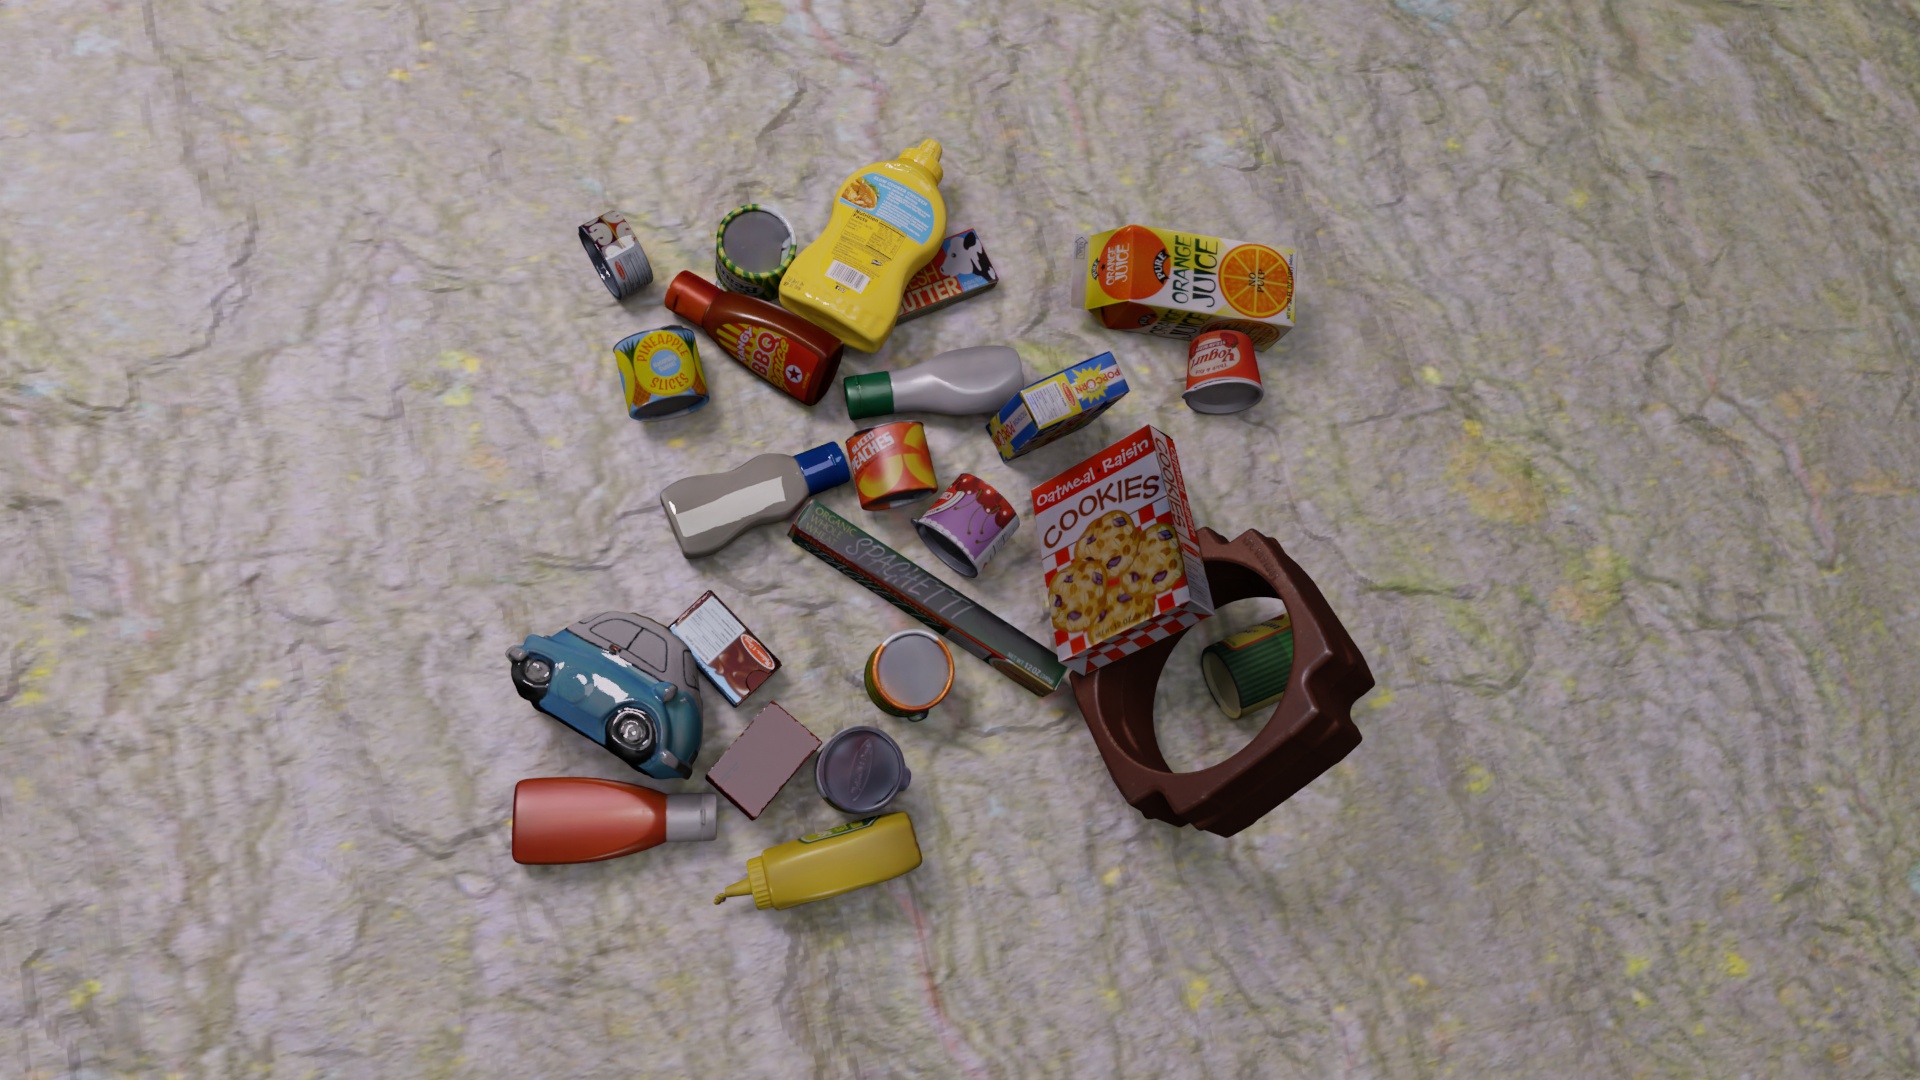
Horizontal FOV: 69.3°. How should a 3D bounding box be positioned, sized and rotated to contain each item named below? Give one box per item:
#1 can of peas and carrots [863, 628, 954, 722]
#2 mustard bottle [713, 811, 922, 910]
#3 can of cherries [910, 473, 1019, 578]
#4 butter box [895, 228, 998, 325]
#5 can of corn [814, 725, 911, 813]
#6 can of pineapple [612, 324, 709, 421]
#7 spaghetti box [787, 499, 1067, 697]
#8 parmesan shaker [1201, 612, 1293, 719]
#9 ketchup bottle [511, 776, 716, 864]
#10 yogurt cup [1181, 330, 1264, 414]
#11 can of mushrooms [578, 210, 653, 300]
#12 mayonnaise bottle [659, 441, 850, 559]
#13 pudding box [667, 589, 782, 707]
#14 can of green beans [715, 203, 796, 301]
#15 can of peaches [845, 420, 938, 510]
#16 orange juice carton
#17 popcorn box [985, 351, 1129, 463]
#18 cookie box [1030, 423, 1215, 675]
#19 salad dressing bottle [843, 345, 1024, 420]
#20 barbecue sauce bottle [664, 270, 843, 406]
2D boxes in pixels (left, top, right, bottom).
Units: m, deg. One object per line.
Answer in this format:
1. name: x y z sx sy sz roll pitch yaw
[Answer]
1. can of peas and carrots: -0.040 0.108 1.105 0.071 0.058 0.071 2 78 -10
2. mustard bottle: -0.111 0.249 1.060 0.160 0.065 0.049 -14 86 -9
3. can of cherries: 0.004 -0.014 1.135 0.071 0.071 0.058 41 74 0
4. butter box: -0.024 -0.226 1.197 0.104 0.024 0.053 -23 83 -14
5. can of corn: -0.077 0.180 1.082 0.071 0.058 0.071 2 78 -10
6. can of pineapple: -0.239 -0.133 1.114 0.071 0.071 0.058 -14 82 -13
7. spaghetti box: -0.027 0.048 1.125 0.250 0.050 0.029 33 73 -2
8. parmesan shaker: 0.262 0.099 1.156 0.103 0.071 0.071 -21 83 -14
9. ketchup bottle: -0.260 0.211 1.049 0.149 0.043 0.065 1 79 -11
10. yogurt cup: 0.228 -0.147 1.208 0.072 0.072 0.054 3 70 -10
11. can of mushrooms: -0.281 -0.234 1.131 0.033 0.071 0.071 -32 86 -15
12. mayonnaise bottle: -0.163 -0.038 1.123 0.148 0.041 0.065 -22 84 -15
13. pudding box: -0.188 0.086 1.097 0.084 0.030 0.050 46 73 1
14. can of green beans: -0.170 -0.238 1.155 0.071 0.057 0.071 2 78 -10
15. can of peaches: -0.057 -0.060 1.132 0.071 0.071 0.058 -12 82 -13
16. orange juice carton: 0.190 -0.221 1.211 0.193 0.073 0.072 7 78 -9
17. popcorn box: 0.077 -0.108 1.138 0.085 0.126 0.038 -26 87 -14
18. cookie box: 0.125 0.006 1.102 0.040 0.122 0.168 31 41 -43
19. salad dressing bottle: -0.023 -0.129 1.164 0.148 0.043 0.064 -8 47 -7
20. barbecue sauce bottle: -0.171 -0.171 1.141 0.148 0.064 0.044 30 42 5
